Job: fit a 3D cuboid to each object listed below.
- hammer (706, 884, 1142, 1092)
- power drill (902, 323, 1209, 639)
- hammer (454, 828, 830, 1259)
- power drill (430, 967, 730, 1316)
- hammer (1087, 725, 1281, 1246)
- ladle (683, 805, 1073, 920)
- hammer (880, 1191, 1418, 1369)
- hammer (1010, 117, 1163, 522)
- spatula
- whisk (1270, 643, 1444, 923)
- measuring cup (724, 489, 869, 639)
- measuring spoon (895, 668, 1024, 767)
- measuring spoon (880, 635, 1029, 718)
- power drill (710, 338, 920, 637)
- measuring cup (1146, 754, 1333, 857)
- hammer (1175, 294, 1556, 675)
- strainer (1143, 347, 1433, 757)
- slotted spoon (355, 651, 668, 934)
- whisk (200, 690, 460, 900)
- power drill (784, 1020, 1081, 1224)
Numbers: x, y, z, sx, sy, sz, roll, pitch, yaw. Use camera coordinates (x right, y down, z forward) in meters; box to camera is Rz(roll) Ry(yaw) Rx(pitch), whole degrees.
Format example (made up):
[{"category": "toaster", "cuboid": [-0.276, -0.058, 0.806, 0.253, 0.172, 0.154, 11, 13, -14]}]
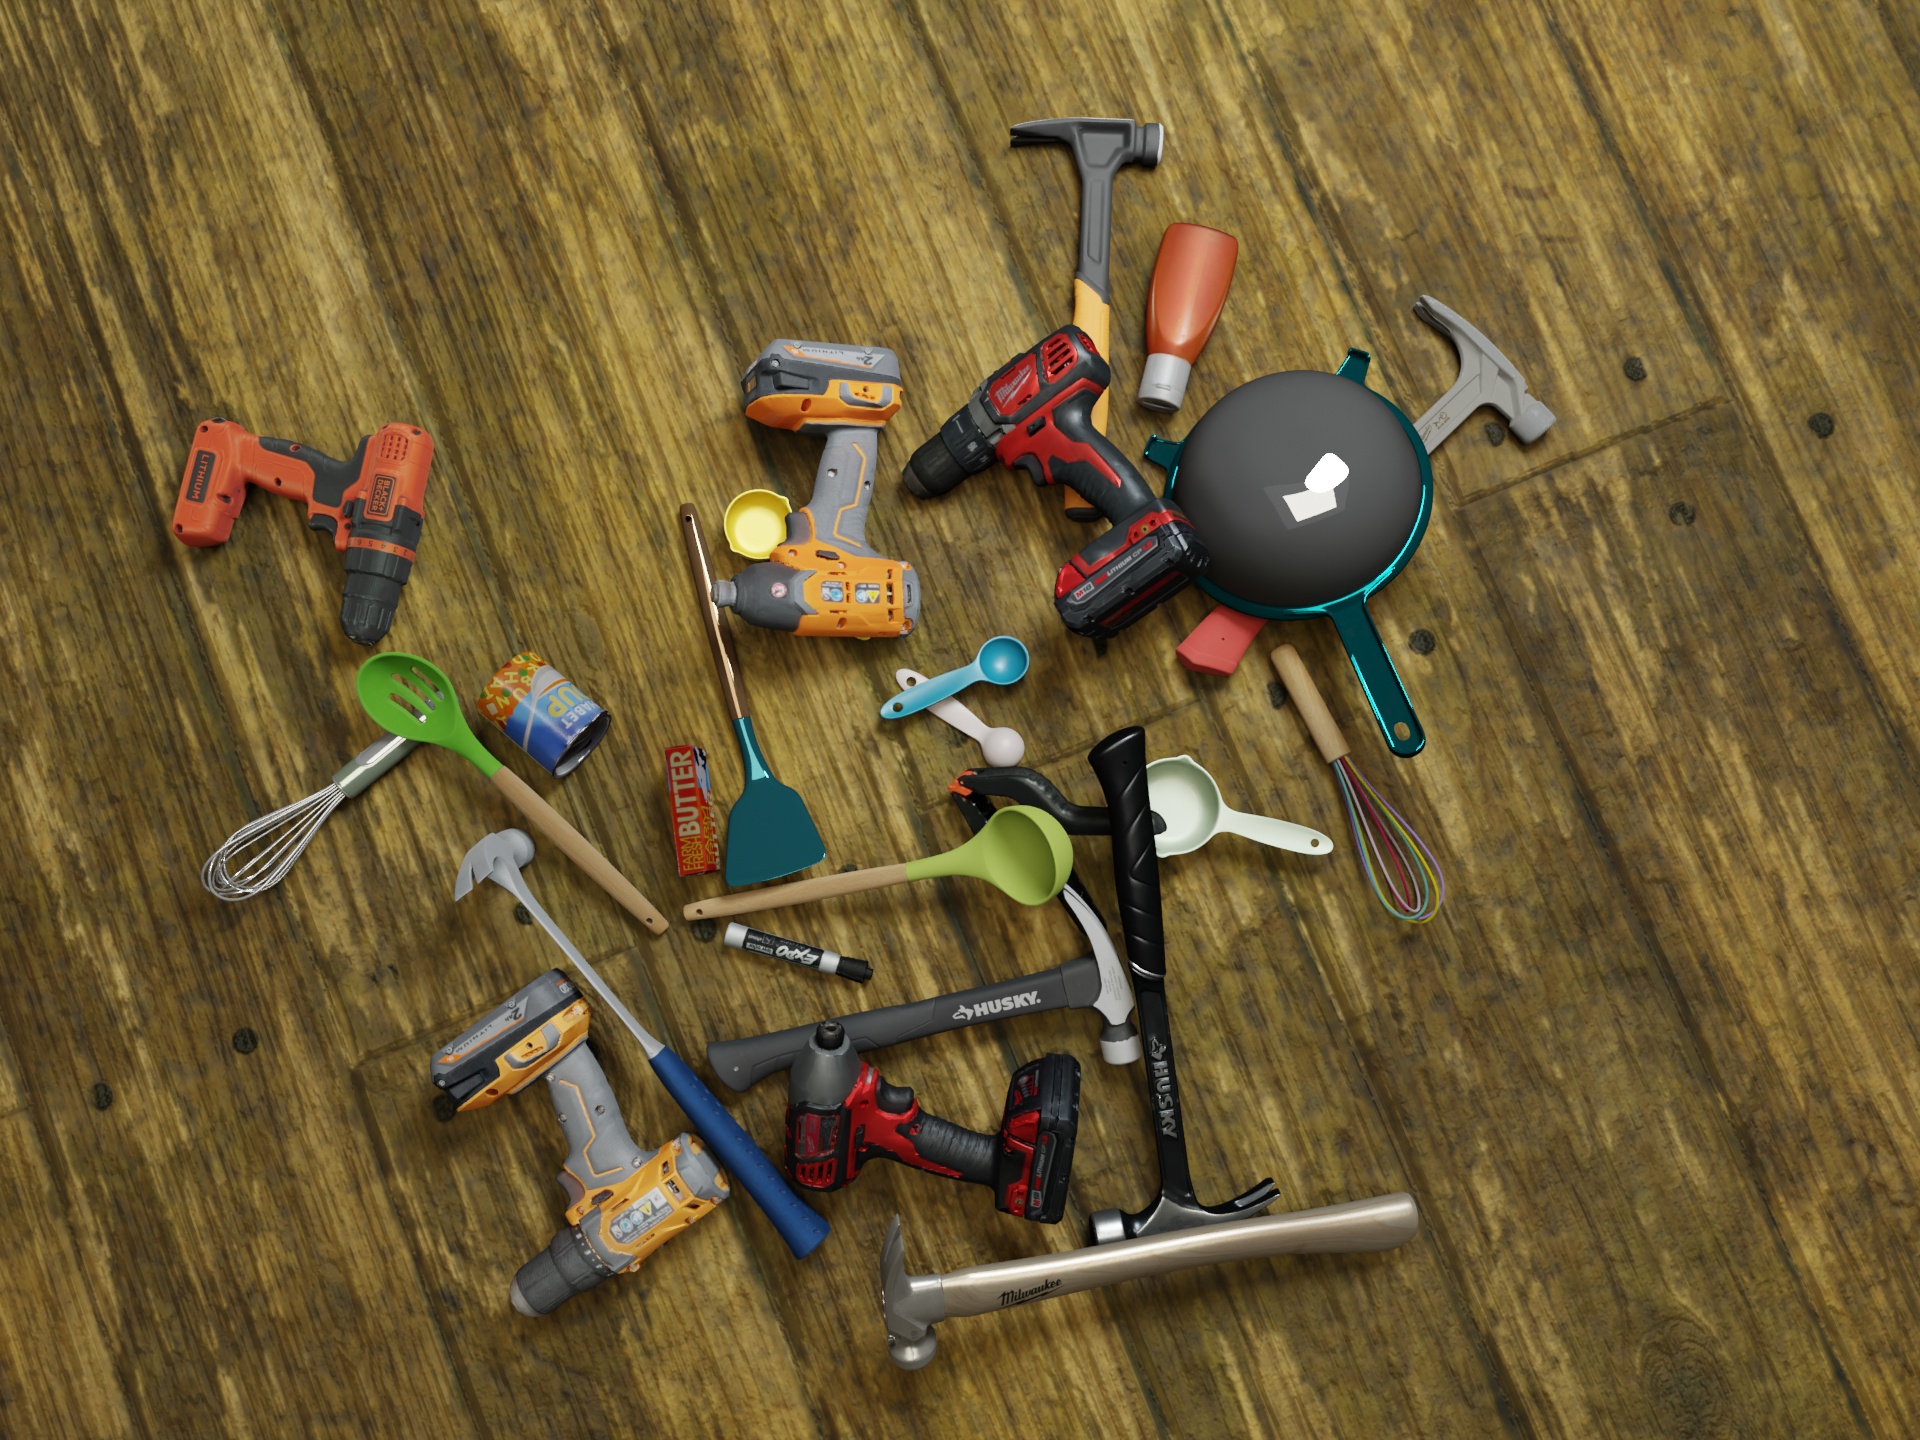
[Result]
[{"category": "hammer", "cuboid": [-0.034, 0.229, 1.243, 0.335, 0.035, 0.146, -13, 101, 3]}, {"category": "power drill", "cuboid": [0.069, -0.174, 1.247, 0.188, 0.080, 0.227, -35, 73, 19]}, {"category": "hammer", "cuboid": [-0.242, 0.250, 1.222, 0.035, 0.144, 0.405, -40, 91, 1]}, {"category": "power drill", "cuboid": [-0.314, 0.331, 1.231, 0.185, 0.084, 0.226, -37, 89, -1]}, {"category": "hammer", "cuboid": [0.149, 0.206, 1.205, 0.149, 0.036, 0.409, -8, 99, -3]}, {"category": "ladle", "cuboid": [-0.069, 0.125, 1.232, 0.320, 0.062, 0.078, -11, 96, 12]}, {"category": "hammer", "cuboid": [0.144, 0.396, 1.191, 0.410, 0.038, 0.146, -8, 126, -7]}, {"category": "hammer", "cuboid": [0.099, -0.330, 1.307, 0.127, 0.034, 0.337, 2, 84, 1]}, {"category": "spatula", "cuboid": [-0.183, -0.027, 1.279, 0.082, 0.044, 0.317, -16, 83, 3]}, {"category": "whisk", "cuboid": [0.308, 0.051, 1.263, 0.051, 0.047, 0.245, -24, 80, -13]}, {"category": "measuring cup", "cuboid": [-0.130, -0.122, 1.301, 0.062, 0.029, 0.156, -45, 97, -9]}, {"category": "measuring spoon", "cuboid": [-0.002, -0.004, 1.285, 0.124, 0.018, 0.034, 36, 86, 5]}, {"category": "measuring spoon", "cuboid": [-0.004, -0.028, 1.284, 0.128, 0.021, 0.042, -24, 70, -2]}, {"category": "power drill", "cuboid": [-0.119, -0.178, 1.253, 0.164, 0.084, 0.226, -1, 85, -24]}, {"category": "measuring cup", "cuboid": [0.211, 0.080, 1.263, 0.167, 0.038, 0.083, 15, 85, 1]}, {"category": "hammer", "cuboid": [0.305, -0.176, 1.286, 0.359, 0.036, 0.149, -43, 85, -3]}, {"category": "strainer", "cuboid": [0.273, -0.134, 1.202, 0.211, 0.095, 0.341, -22, 67, 10]}, {"category": "slotted spoon", "cuboid": [-0.351, 0.061, 1.265, 0.313, 0.031, 0.070, 44, 105, -4]}, {"category": "whisk", "cuboid": [-0.503, 0.058, 1.278, 0.246, 0.059, 0.058, -40, 57, -7]}, {"category": "power drill", "cuboid": [-0.023, 0.299, 1.203, 0.219, 0.079, 0.143, 7, 117, 3]}]
